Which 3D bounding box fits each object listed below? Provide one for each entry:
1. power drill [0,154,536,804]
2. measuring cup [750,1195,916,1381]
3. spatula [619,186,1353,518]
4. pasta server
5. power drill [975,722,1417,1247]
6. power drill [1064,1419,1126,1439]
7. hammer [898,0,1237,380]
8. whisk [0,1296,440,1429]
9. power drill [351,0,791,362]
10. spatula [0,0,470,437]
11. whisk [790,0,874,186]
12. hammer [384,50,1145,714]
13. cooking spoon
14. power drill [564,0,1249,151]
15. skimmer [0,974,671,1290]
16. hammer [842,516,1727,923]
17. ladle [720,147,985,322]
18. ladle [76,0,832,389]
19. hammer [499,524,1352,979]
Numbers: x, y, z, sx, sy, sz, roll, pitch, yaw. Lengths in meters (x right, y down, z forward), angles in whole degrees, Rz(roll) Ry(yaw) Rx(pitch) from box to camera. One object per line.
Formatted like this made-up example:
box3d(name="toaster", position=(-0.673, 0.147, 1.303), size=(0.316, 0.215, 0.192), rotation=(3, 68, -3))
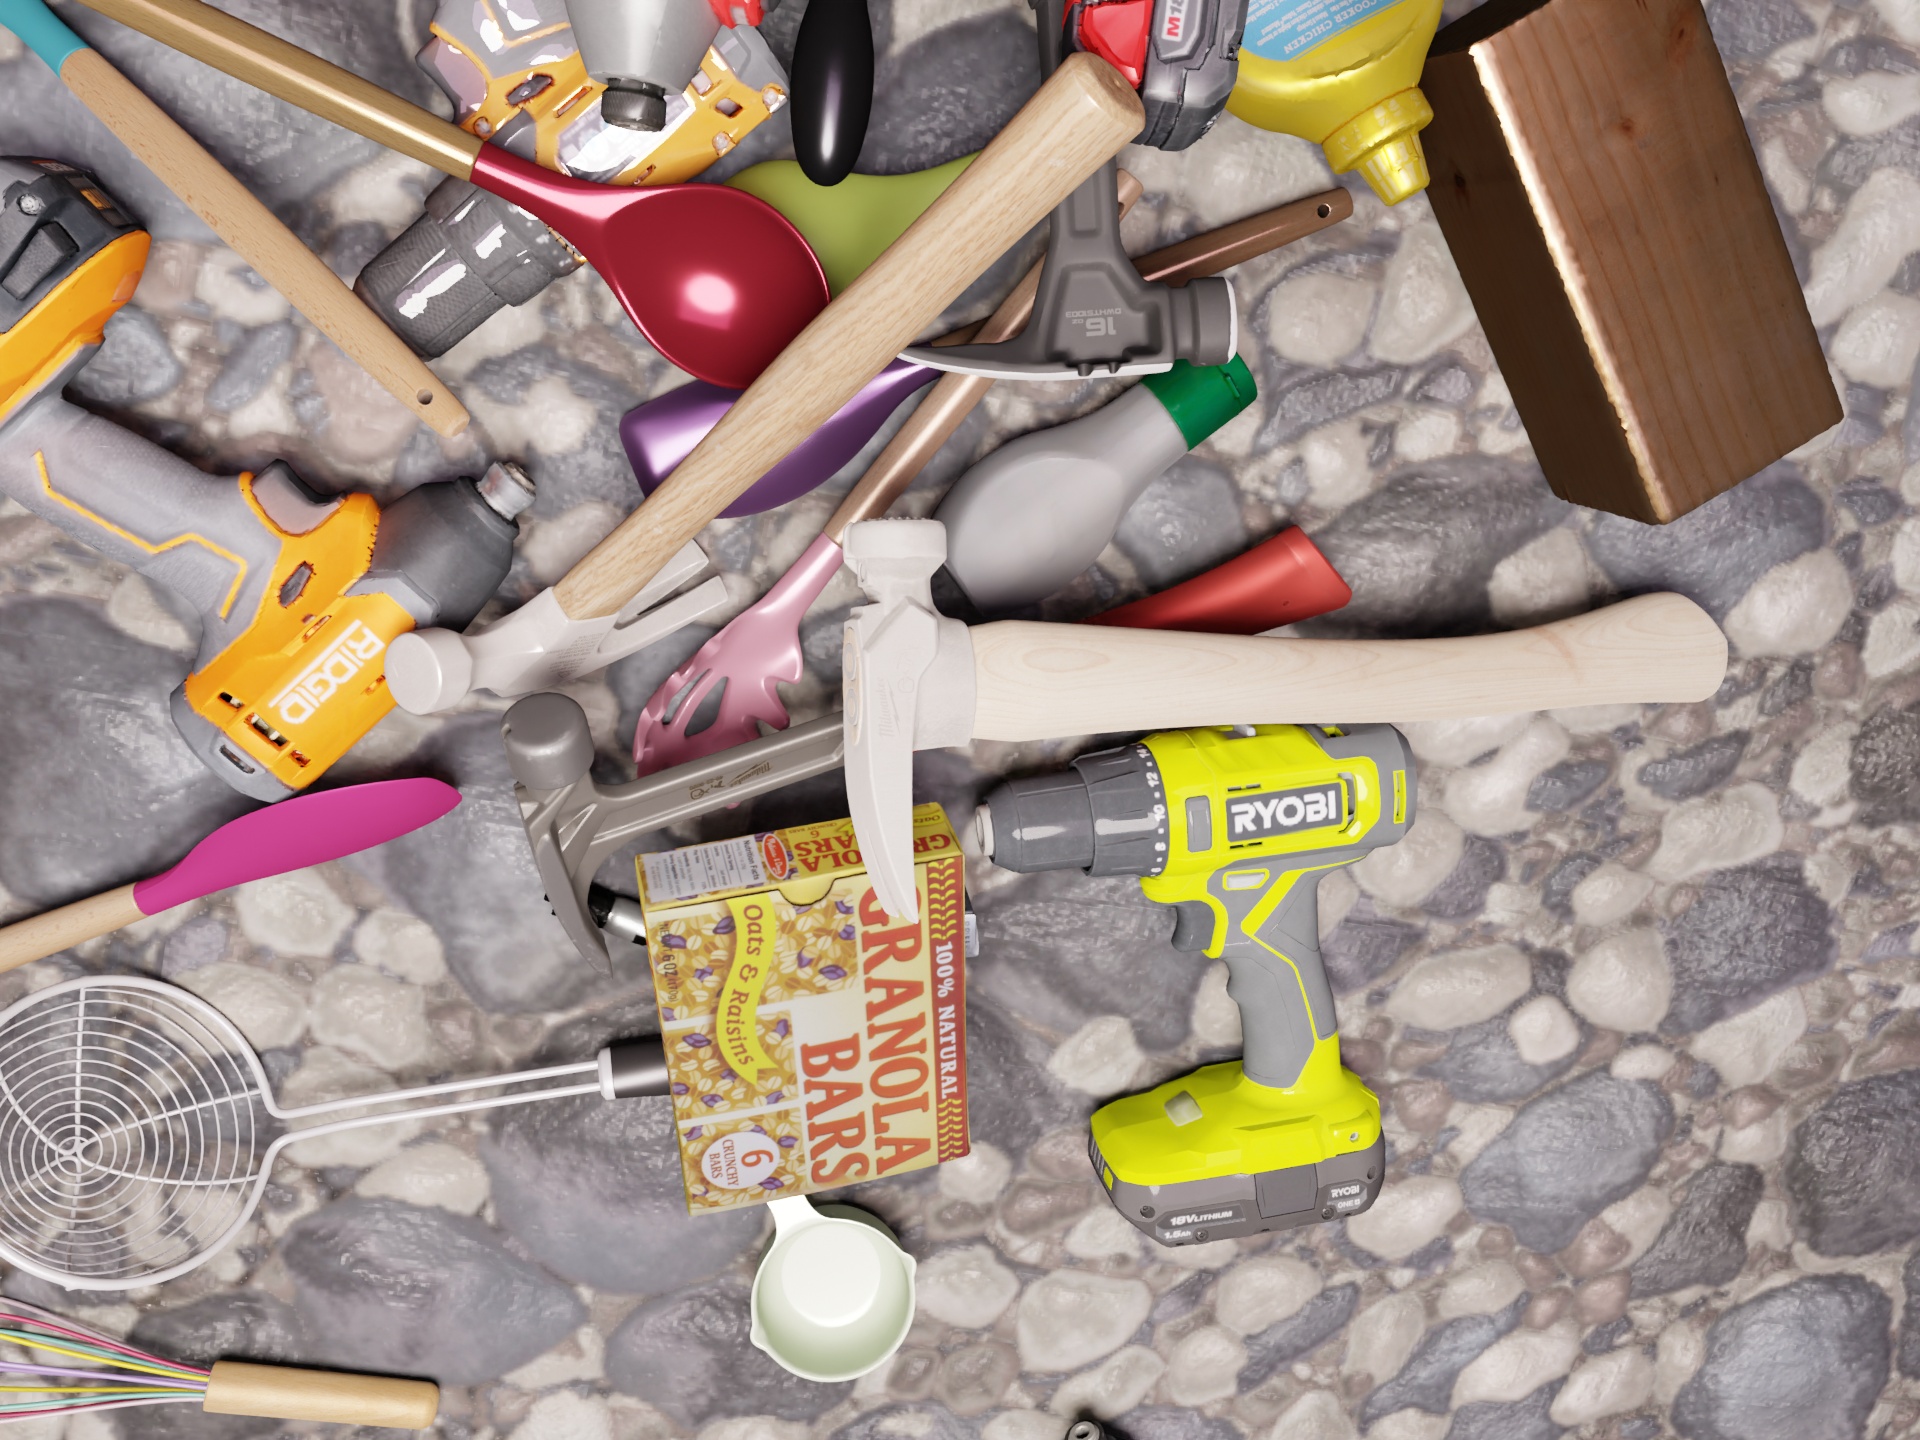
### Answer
box3d(name="power drill", position=(-0.281, -0.096, 0.592), size=(0.164, 0.084, 0.226), rotation=(-42, 113, 3))
box3d(name="measuring cup", position=(-0.079, 0.226, 0.748), size=(0.083, 0.038, 0.167), rotation=(-25, 92, -5))
box3d(name="spatula", position=(0.015, -0.156, 0.655), size=(0.316, 0.018, 0.059), rotation=(-22, 107, -2))
box3d(name="pasta server", position=(-0.030, -0.090, 0.645), size=(0.060, 0.040, 0.316), rotation=(32, 104, -39))
box3d(name="power drill", position=(0.108, 0.114, 0.721), size=(0.190, 0.080, 0.228), rotation=(-7, 104, -9))
box3d(name="power drill", position=(0.013, 0.460, 0.808), size=(0.223, 0.080, 0.171), rotation=(-23, 109, -7))
box3d(name="hammer", position=(0.027, -0.291, 0.556), size=(0.127, 0.034, 0.337), rotation=(-4, 101, -1))
box3d(name="whisk", position=(-0.359, 0.294, 0.711), size=(0.245, 0.051, 0.047), rotation=(13, 98, -16))
box3d(name="power drill", position=(-0.197, -0.256, 0.561), size=(0.185, 0.084, 0.226), rotation=(-39, 113, 5))
box3d(name="spatula", position=(-0.293, -0.211, 0.550), size=(0.317, 0.044, 0.082), rotation=(43, 93, -2))
box3d(name="whisk", position=(-0.035, -0.335, 0.559), size=(0.070, 0.070, 0.284), rotation=(3, 99, -11))
box3d(name="hammer", position=(-0.066, -0.103, 0.553), size=(0.331, 0.130, 0.031), rotation=(-36, 81, 33))
box3d(name="cooking spoon", position=(-0.356, 0.082, 0.648), size=(0.319, 0.068, 0.017), rotation=(-19, 72, 2))
box3d(name="power drill", position=(-0.019, -0.252, 0.509), size=(0.219, 0.078, 0.143), rotation=(8, 101, -1))
box3d(name="skimmer", position=(-0.212, 0.150, 0.666), size=(0.363, 0.090, 0.127), rotation=(-6, 63, -11))
box3d(name="hammer", position=(0.150, -0.007, 0.650), size=(0.410, 0.038, 0.146), rotation=(-2, 92, -22))
box3d(name="ladle", position=(0.040, -0.232, 0.632), size=(0.320, 0.062, 0.078), rotation=(-27, 104, -8))
box3d(name="ladle", position=(-0.189, -0.199, 0.535), size=(0.315, 0.031, 0.069), rotation=(22, 117, -17))
box3d(name="hammer", position=(-0.001, -0.002, 0.662), size=(0.359, 0.037, 0.149), rotation=(-19, 141, -15))
